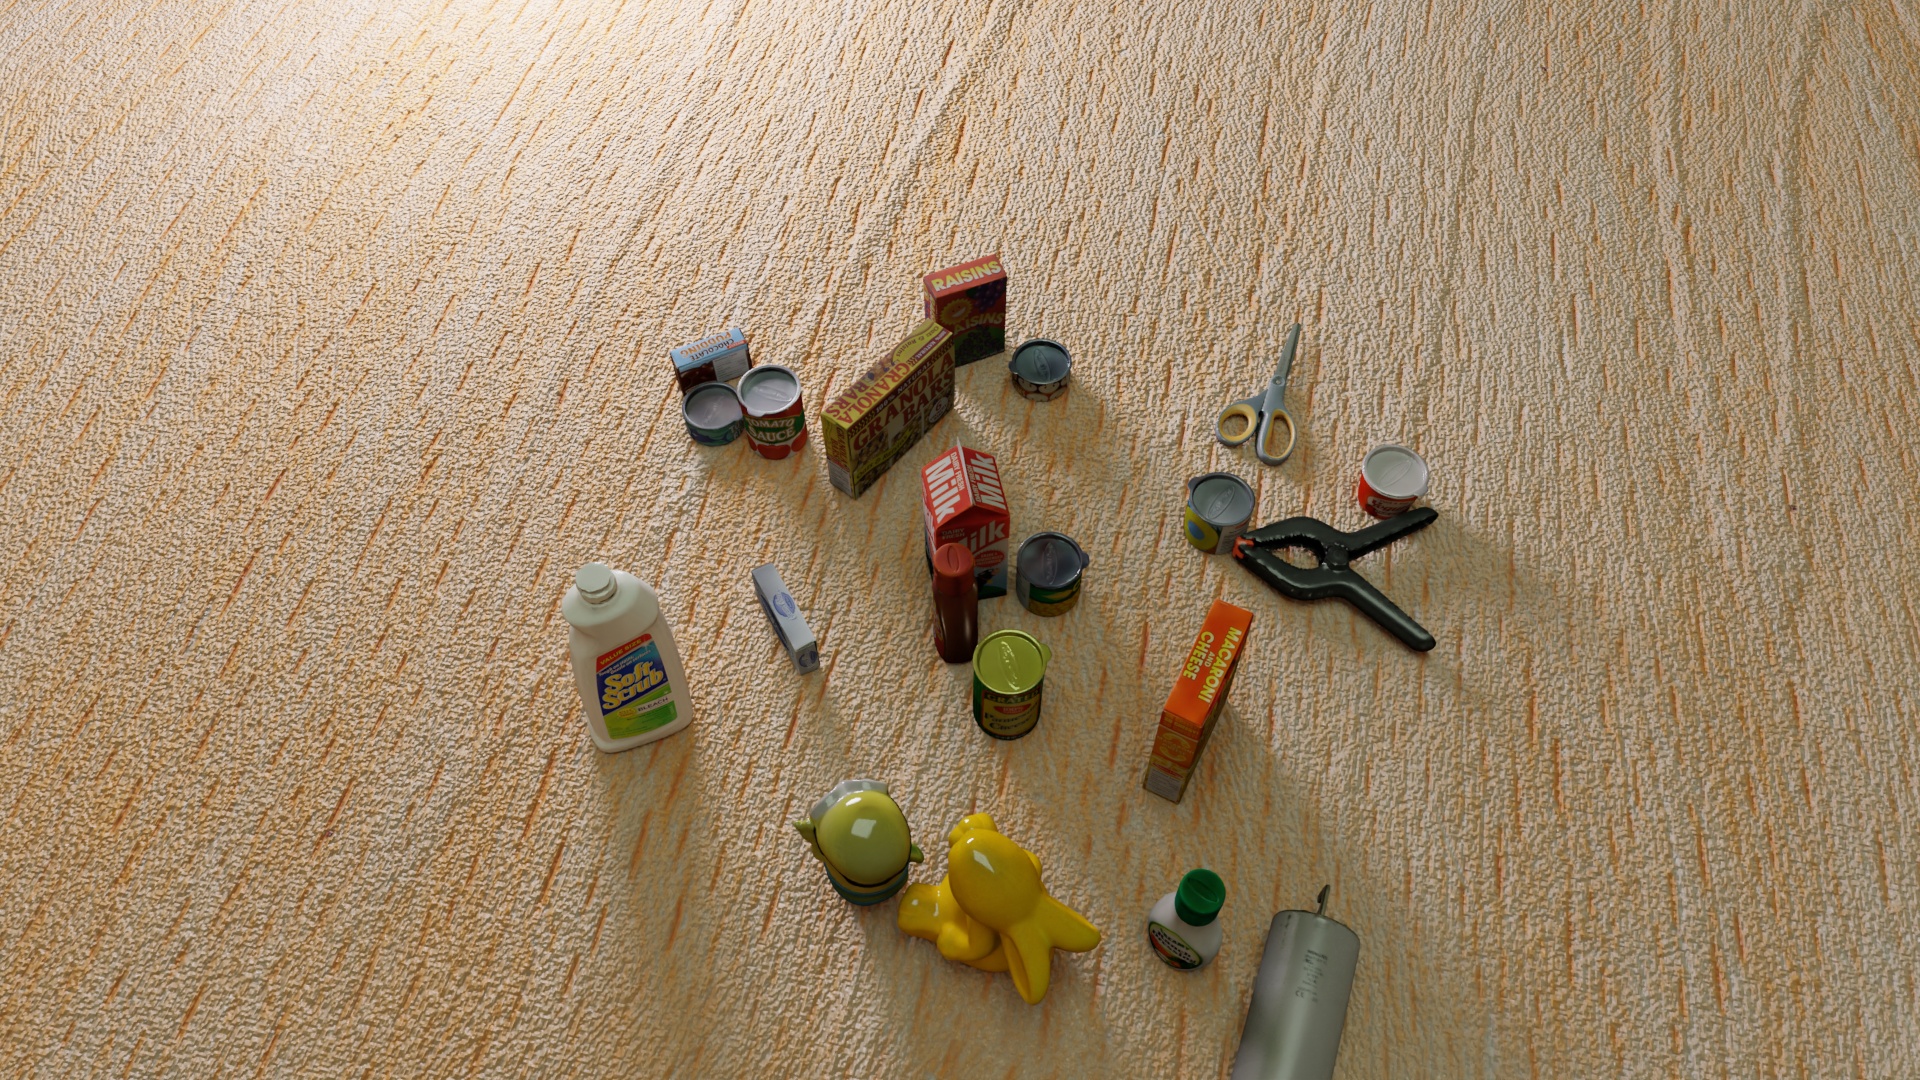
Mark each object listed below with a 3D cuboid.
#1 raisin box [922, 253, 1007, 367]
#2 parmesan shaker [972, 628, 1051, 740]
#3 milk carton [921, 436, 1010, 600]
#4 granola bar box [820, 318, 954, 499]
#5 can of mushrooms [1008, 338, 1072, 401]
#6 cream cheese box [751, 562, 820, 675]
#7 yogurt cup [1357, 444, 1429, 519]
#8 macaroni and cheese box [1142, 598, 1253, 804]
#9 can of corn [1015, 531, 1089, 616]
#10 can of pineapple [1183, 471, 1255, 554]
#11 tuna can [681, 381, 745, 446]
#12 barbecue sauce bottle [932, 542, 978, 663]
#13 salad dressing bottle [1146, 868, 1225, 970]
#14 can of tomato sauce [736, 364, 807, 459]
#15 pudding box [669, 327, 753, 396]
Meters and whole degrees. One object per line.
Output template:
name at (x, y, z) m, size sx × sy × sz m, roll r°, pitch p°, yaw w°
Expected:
raisin box at (0.006, -0.248, 1.523) m, size 0.086 × 0.122 × 0.040 m, roll -19°, pitch 59°, yaw -12°
parmesan shaker at (0.047, 0.135, 1.285) m, size 0.071 × 0.102 × 0.071 m, roll 0°, pitch 57°, yaw 0°
milk carton at (0.005, -0.017, 1.332) m, size 0.073 × 0.189 × 0.072 m, roll -10°, pitch 58°, yaw -6°
granola bar box at (-0.072, -0.136, 1.450) m, size 0.039 × 0.123 × 0.166 m, roll 35°, pitch 64°, yaw 20°
can of mushrooms at (0.087, -0.188, 1.537) m, size 0.071 × 0.033 × 0.071 m, roll 0°, pitch 57°, yaw 0°
cream cheese box at (-0.170, 0.076, 1.353) m, size 0.024 × 0.053 × 0.104 m, roll -25°, pitch 60°, yaw -15°
yogurt cup at (0.445, -0.058, 1.439) m, size 0.072 × 0.053 × 0.073 m, roll 0°, pitch 57°, yaw 0°
macaroni and cheese box at (0.212, 0.146, 1.240) m, size 0.040 × 0.165 × 0.124 m, roll 23°, pitch 60°, yaw 14°
can of corn at (0.090, 0.034, 1.377) m, size 0.071 × 0.058 × 0.071 m, roll 0°, pitch 57°, yaw 0°
can of pineapple at (0.262, -0.029, 1.418) m, size 0.071 × 0.057 × 0.071 m, roll 0°, pitch 57°, yaw 0°
tuna can at (-0.264, -0.136, 1.504) m, size 0.071 × 0.032 × 0.071 m, roll 0°, pitch 57°, yaw 0°
barbecue sauce bottle at (-0.005, 0.056, 1.310) m, size 0.044 × 0.147 × 0.065 m, roll -8°, pitch 57°, yaw -5°
salad dressing bottle at (0.189, 0.311, 1.143) m, size 0.064 × 0.147 × 0.044 m, roll 35°, pitch 64°, yaw 20°
can of tomato sauce at (-0.198, -0.134, 1.473) m, size 0.071 × 0.082 × 0.071 m, roll 0°, pitch 57°, yaw 0°
pudding box at (-0.275, -0.198, 1.535) m, size 0.084 × 0.049 × 0.030 m, roll -23°, pitch 60°, yaw -14°
